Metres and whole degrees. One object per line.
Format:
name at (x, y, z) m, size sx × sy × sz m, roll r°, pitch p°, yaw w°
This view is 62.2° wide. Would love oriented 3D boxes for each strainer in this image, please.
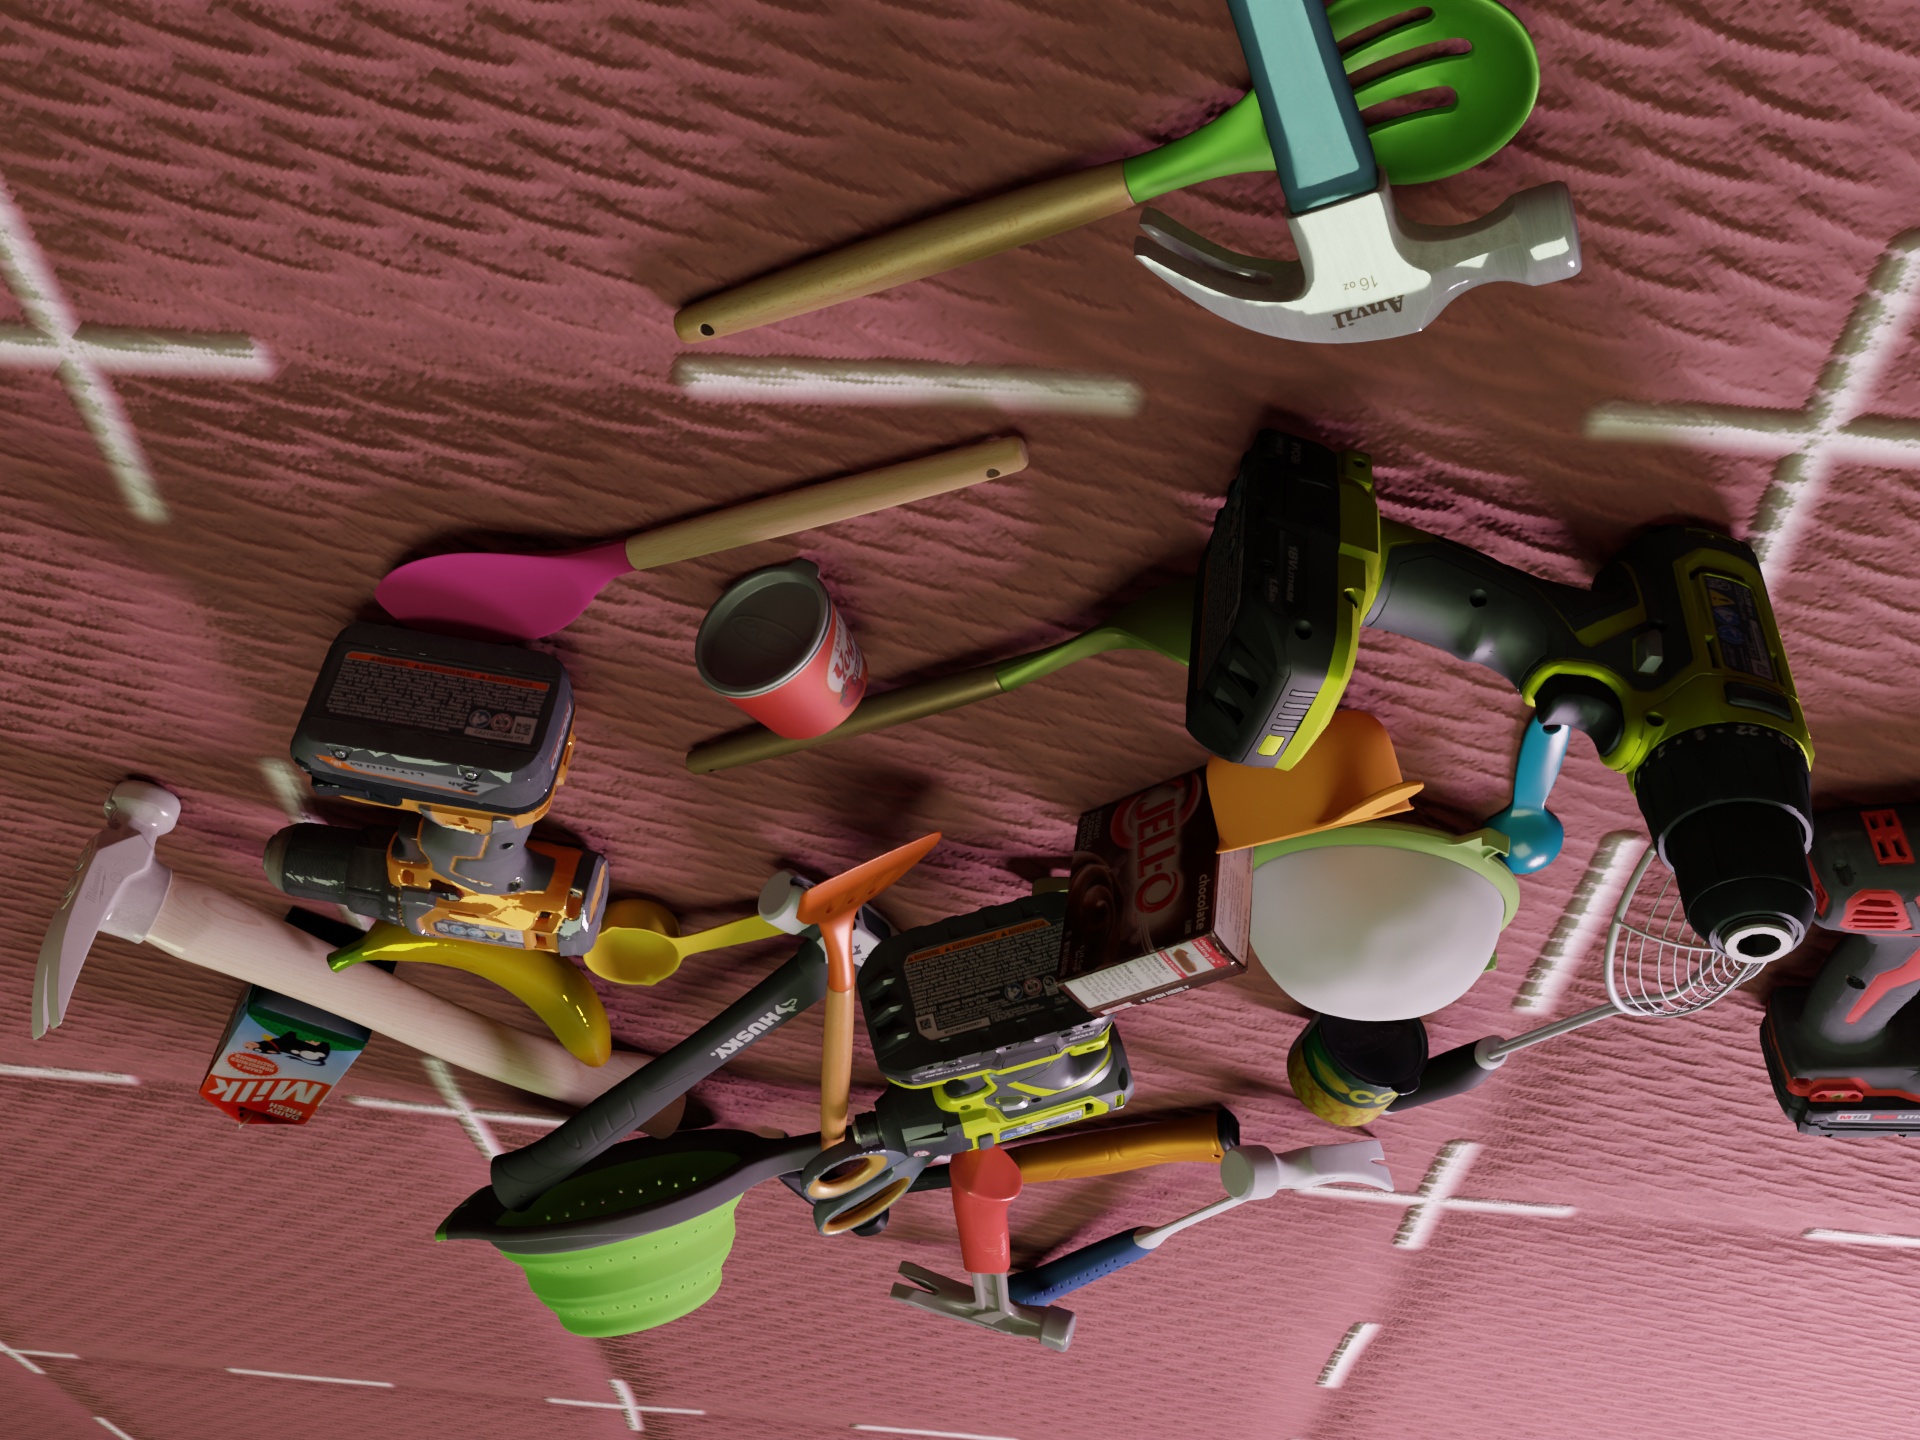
strainer at (0.160, 0.115, 0.838) m, size 0.256 × 0.069 × 0.151 m, roll -1°, pitch 147°, yaw 15°

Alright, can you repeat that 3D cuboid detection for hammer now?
hammer at (0.150, 0.380, 1.176) m, size 0.144 × 0.035 × 0.405 m, roll 5°, pitch 149°, yaw -29°
hammer at (-0.337, 0.186, 0.964) m, size 0.038 × 0.146 × 0.410 m, roll -27°, pitch 135°, yaw 35°
hammer at (0.009, 0.374, 1.133) m, size 0.149 × 0.037 × 0.358 m, roll 13°, pitch 147°, yaw 13°
hammer at (0.070, -0.245, 0.427) m, size 0.128 × 0.033 × 0.330 m, roll -12°, pitch 130°, yaw 24°
hammer at (-0.166, 0.214, 0.973) m, size 0.334 × 0.035 × 0.146 m, roll -37°, pitch 130°, yaw 21°
hammer at (0.035, 0.313, 1.132) m, size 0.337 × 0.034 × 0.127 m, roll -16°, pitch 136°, yaw 25°

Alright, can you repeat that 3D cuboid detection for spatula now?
spatula at (-0.064, 0.169, 0.901) m, size 0.081 × 0.041 × 0.322 m, roll -22°, pitch 141°, yaw -27°

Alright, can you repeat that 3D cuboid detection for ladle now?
ladle at (-0.001, -0.002, 0.742) m, size 0.320 × 0.062 × 0.078 m, roll -15°, pitch 165°, yaw 29°

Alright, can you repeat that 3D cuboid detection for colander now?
colander at (-0.145, 0.339, 1.084) m, size 0.397 × 0.094 × 0.204 m, roll -11°, pitch 180°, yaw 1°

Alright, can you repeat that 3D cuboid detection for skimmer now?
skimmer at (0.313, 0.142, 0.875) m, size 0.127 × 0.090 × 0.363 m, roll -22°, pitch 164°, yaw -28°

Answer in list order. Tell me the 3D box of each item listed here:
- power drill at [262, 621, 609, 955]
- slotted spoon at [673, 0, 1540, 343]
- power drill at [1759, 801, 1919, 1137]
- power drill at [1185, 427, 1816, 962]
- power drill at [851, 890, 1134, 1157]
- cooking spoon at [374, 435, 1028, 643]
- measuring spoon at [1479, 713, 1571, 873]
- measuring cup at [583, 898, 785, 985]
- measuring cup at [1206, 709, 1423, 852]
power drill at (-0.280, 0.045, 0.820) m, size 0.185 × 0.084 × 0.226 m, roll 9°, pitch 146°, yaw -3°
slotted spoon at (0.033, -0.179, 0.546) m, size 0.314 × 0.031 × 0.070 m, roll -11°, pitch 137°, yaw 23°
power drill at (0.513, 0.121, 0.804) m, size 0.188 × 0.080 × 0.226 m, roll -4°, pitch 136°, yaw 12°
power drill at (0.207, -0.014, 0.597) m, size 0.228 × 0.191 × 0.080 m, roll 15°, pitch 138°, yaw -3°
power drill at (0.014, 0.188, 0.904) m, size 0.171 × 0.080 × 0.223 m, roll -15°, pitch 150°, yaw -5°
cooking spoon at (-0.120, -0.079, 0.694) m, size 0.319 × 0.017 × 0.068 m, roll -11°, pitch 145°, yaw 21°
measuring spoon at (0.280, 0.039, 0.774) m, size 0.042 × 0.021 × 0.128 m, roll -1°, pitch 142°, yaw 9°
measuring cup at (-0.146, 0.118, 0.937) m, size 0.156 × 0.029 × 0.062 m, roll -14°, pitch 136°, yaw 6°
measuring cup at (0.161, 0.019, 0.692) m, size 0.095 × 0.052 × 0.173 m, roll -12°, pitch 170°, yaw -6°
